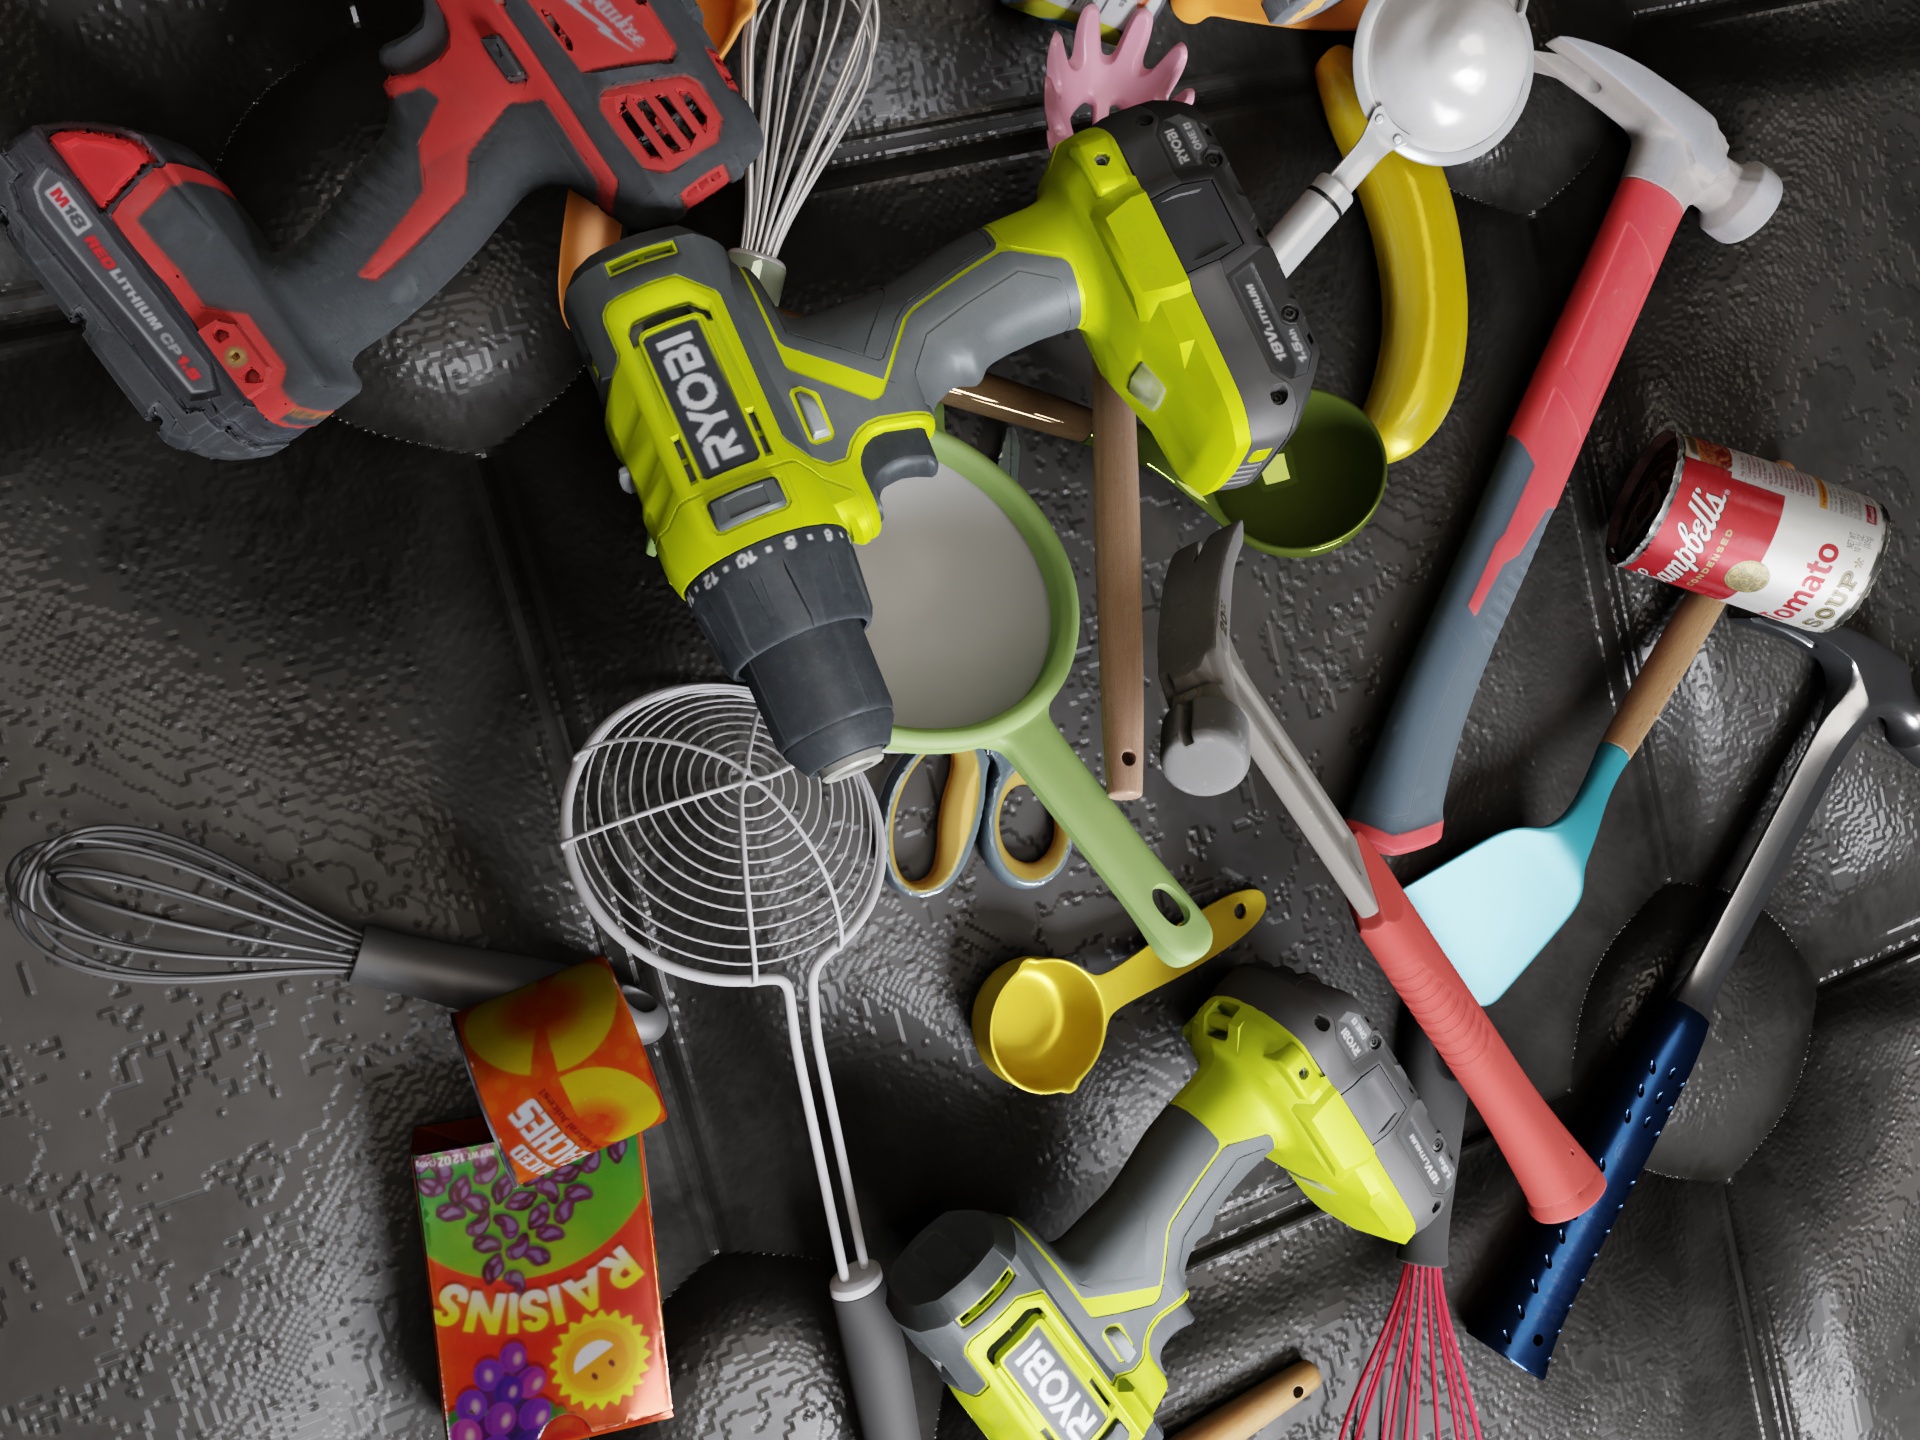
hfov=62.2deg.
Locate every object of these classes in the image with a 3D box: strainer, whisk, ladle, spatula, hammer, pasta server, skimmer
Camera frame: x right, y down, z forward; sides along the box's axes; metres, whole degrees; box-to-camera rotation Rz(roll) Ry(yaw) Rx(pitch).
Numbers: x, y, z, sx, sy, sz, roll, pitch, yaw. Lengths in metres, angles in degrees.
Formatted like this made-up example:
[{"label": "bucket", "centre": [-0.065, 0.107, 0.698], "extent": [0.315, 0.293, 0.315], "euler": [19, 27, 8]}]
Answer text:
[{"label": "strainer", "centre": [-0.001, -0.002, 0.618], "extent": [0.151, 0.069, 0.256], "euler": [-34, 81, -35]}, {"label": "whisk", "centre": [-0.222, 0.088, 0.589], "extent": [0.238, 0.055, 0.055], "euler": [18, 87, -22]}, {"label": "ladle", "centre": [0.034, -0.130, 0.639], "extent": [0.320, 0.062, 0.078], "euler": [12, 73, -25]}, {"label": "strainer", "centre": [0.165, -0.230, 0.680], "extent": [0.086, 0.050, 0.258], "euler": [39, 98, -18]}, {"label": "spatula", "centre": [0.323, -0.006, 0.778], "extent": [0.082, 0.044, 0.317], "euler": [41, 75, -16]}, {"label": "hammer", "centre": [0.361, 0.131, 0.789], "extent": [0.144, 0.035, 0.405], "euler": [34, 82, -17]}, {"label": "hammer", "centre": [0.253, -0.122, 0.740], "extent": [0.143, 0.038, 0.386], "euler": [27, 84, -16]}, {"label": "whisk", "centre": [-0.077, -0.188, 0.625], "extent": [0.057, 0.059, 0.246], "euler": [12, 93, -46]}, {"label": "whisk", "centre": [0.213, 0.270, 0.738], "extent": [0.073, 0.073, 0.296], "euler": [8, 83, -19]}, {"label": "hammer", "centre": [0.186, 0.086, 0.675], "extent": [0.036, 0.149, 0.358], "euler": [-25, 118, 27]}, {"label": "pasta server", "centre": [0.060, -0.127, 0.612], "extent": [0.060, 0.040, 0.316], "euler": [2, 76, -7]}, {"label": "skimmer", "centre": [-0.068, 0.164, 0.651], "extent": [0.127, 0.090, 0.363], "euler": [-20, 109, -31]}]

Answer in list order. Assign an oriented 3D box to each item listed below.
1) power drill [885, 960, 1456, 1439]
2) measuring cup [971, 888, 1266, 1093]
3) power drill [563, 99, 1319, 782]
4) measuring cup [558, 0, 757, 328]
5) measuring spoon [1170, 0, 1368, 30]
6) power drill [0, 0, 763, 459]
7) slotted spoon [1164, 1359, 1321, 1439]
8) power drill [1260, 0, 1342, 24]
[{"label": "power drill", "centre": [0.097, 0.225, 0.668], "extent": [0.223, 0.080, 0.171], "euler": [-40, 108, -20]}, {"label": "measuring cup", "centre": [0.071, 0.110, 0.702], "extent": [0.156, 0.029, 0.062], "euler": [-24, 100, -28]}, {"label": "power drill", "centre": [0.000, -0.101, 0.549], "extent": [0.228, 0.080, 0.190], "euler": [-23, 82, -8]}, {"label": "measuring cup", "centre": [-0.134, -0.232, 0.602], "extent": [0.095, 0.052, 0.173], "euler": [8, 97, -16]}, {"label": "measuring spoon", "centre": [0.148, -0.321, 0.709], "extent": [0.117, 0.011, 0.021], "euler": [-6, 94, -18]}, {"label": "power drill", "centre": [-0.204, -0.214, 0.533], "extent": [0.226, 0.080, 0.187], "euler": [-33, 102, 1]}, {"label": "slotted spoon", "centre": [0.028, 0.363, 0.694], "extent": [0.314, 0.031, 0.070], "euler": [-24, 99, -17]}, {"label": "power drill", "centre": [0.187, -0.428, 0.681], "extent": [0.226, 0.084, 0.185], "euler": [-31, 100, -13]}]
